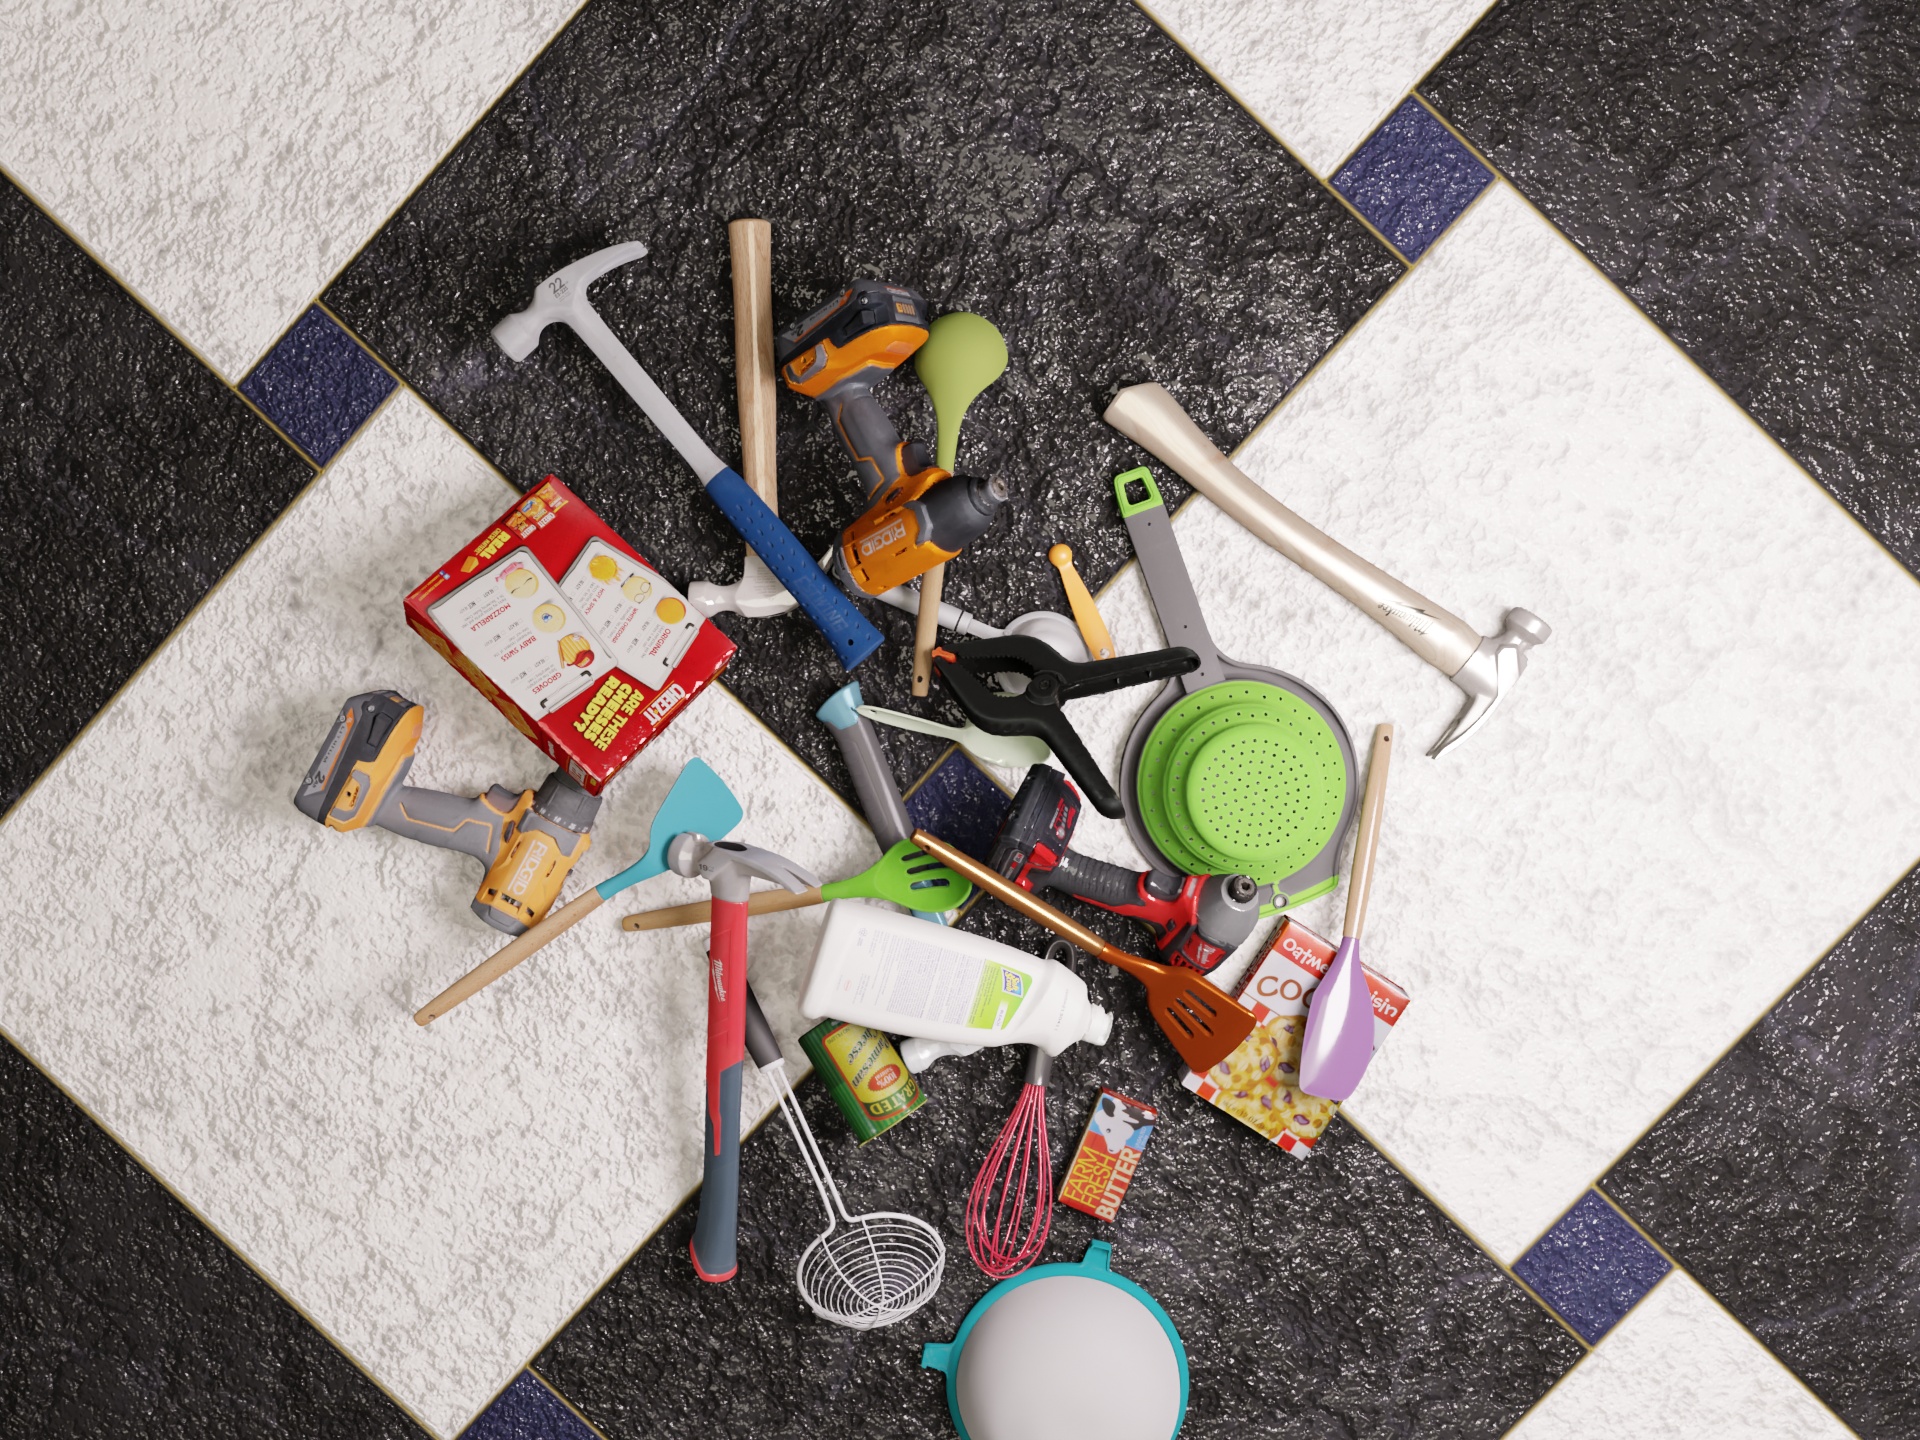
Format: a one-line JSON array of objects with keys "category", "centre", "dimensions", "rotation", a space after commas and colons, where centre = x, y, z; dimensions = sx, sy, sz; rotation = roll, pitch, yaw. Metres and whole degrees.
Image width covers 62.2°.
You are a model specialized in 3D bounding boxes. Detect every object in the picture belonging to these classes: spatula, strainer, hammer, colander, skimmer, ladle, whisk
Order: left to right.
[{"category": "spatula", "centre": [-0.322, 0.154, 1.326], "dimensions": [0.317, 0.044, 0.082], "rotation": [-35, 130, -2]}, {"category": "hammer", "centre": [-0.203, -0.212, 1.307], "dimensions": [0.144, 0.035, 0.405], "rotation": [-40, 89, 4]}, {"category": "hammer", "centre": [-0.185, 0.292, 1.320], "dimensions": [0.143, 0.038, 0.386], "rotation": [12, 105, 34]}, {"category": "hammer", "centre": [-0.168, -0.253, 1.338], "dimensions": [0.130, 0.031, 0.331], "rotation": [-2, 93, 2]}, {"category": "skimmer", "centre": [-0.132, 0.351, 1.370], "dimensions": [0.127, 0.090, 0.363], "rotation": [-26, 82, 2]}, {"category": "hammer", "centre": [-0.045, 0.127, 1.354], "dimensions": [0.128, 0.033, 0.331], "rotation": [-22, 92, 3]}, {"category": "ladle", "centre": [-0.014, -0.179, 1.320], "dimensions": [0.078, 0.062, 0.320], "rotation": [7, 92, 11]}, {"category": "strainer", "centre": [0.010, -0.078, 1.341], "dimensions": [0.258, 0.050, 0.087], "rotation": [23, 77, 3]}, {"category": "whisk", "centre": [0.059, 0.327, 1.353], "dimensions": [0.073, 0.073, 0.296], "rotation": [11, 87, 1]}, {"category": "spatula", "centre": [0.094, 0.179, 1.294], "dimensions": [0.322, 0.041, 0.081], "rotation": [32, 120, -13]}, {"category": "strainer", "centre": [0.127, 0.632, 1.345], "dimensions": [0.211, 0.095, 0.340], "rotation": [-33, 91, 2]}, {"category": "colander", "centre": [0.208, -0.021, 1.310], "dimensions": [0.204, 0.094, 0.397], "rotation": [-20, 93, 2]}, {"category": "hammer", "centre": [0.287, -0.138, 1.333], "dimensions": [0.410, 0.038, 0.146], "rotation": [36, 94, 0]}, {"category": "spatula", "centre": [0.332, 0.156, 1.324], "dimensions": [0.059, 0.018, 0.316], "rotation": [12, 81, -6]}]

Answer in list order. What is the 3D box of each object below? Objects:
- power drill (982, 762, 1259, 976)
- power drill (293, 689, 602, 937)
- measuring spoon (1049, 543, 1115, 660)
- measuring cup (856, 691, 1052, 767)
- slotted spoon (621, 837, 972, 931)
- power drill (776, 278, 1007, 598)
[{"category": "power drill", "centre": [0.135, 0.127, 1.297], "dimensions": [0.219, 0.143, 0.079], "rotation": [25, 60, 1]}, {"category": "power drill", "centre": [-0.414, 0.054, 1.336], "dimensions": [0.226, 0.084, 0.185], "rotation": [29, 94, -5]}, {"category": "measuring spoon", "centre": [0.104, -0.096, 1.342], "dimensions": [0.021, 0.011, 0.117], "rotation": [-23, 83, 1]}, {"category": "measuring cup", "centre": [-0.002, -0.004, 1.329], "dimensions": [0.167, 0.083, 0.038], "rotation": [13, 62, 4]}, {"category": "slotted spoon", "centre": [-0.140, 0.147, 1.338], "dimensions": [0.314, 0.031, 0.070], "rotation": [-11, 108, 12]}, {"category": "power drill", "centre": [-0.051, -0.229, 1.266], "dimensions": [0.164, 0.084, 0.226], "rotation": [-22, 81, 38]}]
